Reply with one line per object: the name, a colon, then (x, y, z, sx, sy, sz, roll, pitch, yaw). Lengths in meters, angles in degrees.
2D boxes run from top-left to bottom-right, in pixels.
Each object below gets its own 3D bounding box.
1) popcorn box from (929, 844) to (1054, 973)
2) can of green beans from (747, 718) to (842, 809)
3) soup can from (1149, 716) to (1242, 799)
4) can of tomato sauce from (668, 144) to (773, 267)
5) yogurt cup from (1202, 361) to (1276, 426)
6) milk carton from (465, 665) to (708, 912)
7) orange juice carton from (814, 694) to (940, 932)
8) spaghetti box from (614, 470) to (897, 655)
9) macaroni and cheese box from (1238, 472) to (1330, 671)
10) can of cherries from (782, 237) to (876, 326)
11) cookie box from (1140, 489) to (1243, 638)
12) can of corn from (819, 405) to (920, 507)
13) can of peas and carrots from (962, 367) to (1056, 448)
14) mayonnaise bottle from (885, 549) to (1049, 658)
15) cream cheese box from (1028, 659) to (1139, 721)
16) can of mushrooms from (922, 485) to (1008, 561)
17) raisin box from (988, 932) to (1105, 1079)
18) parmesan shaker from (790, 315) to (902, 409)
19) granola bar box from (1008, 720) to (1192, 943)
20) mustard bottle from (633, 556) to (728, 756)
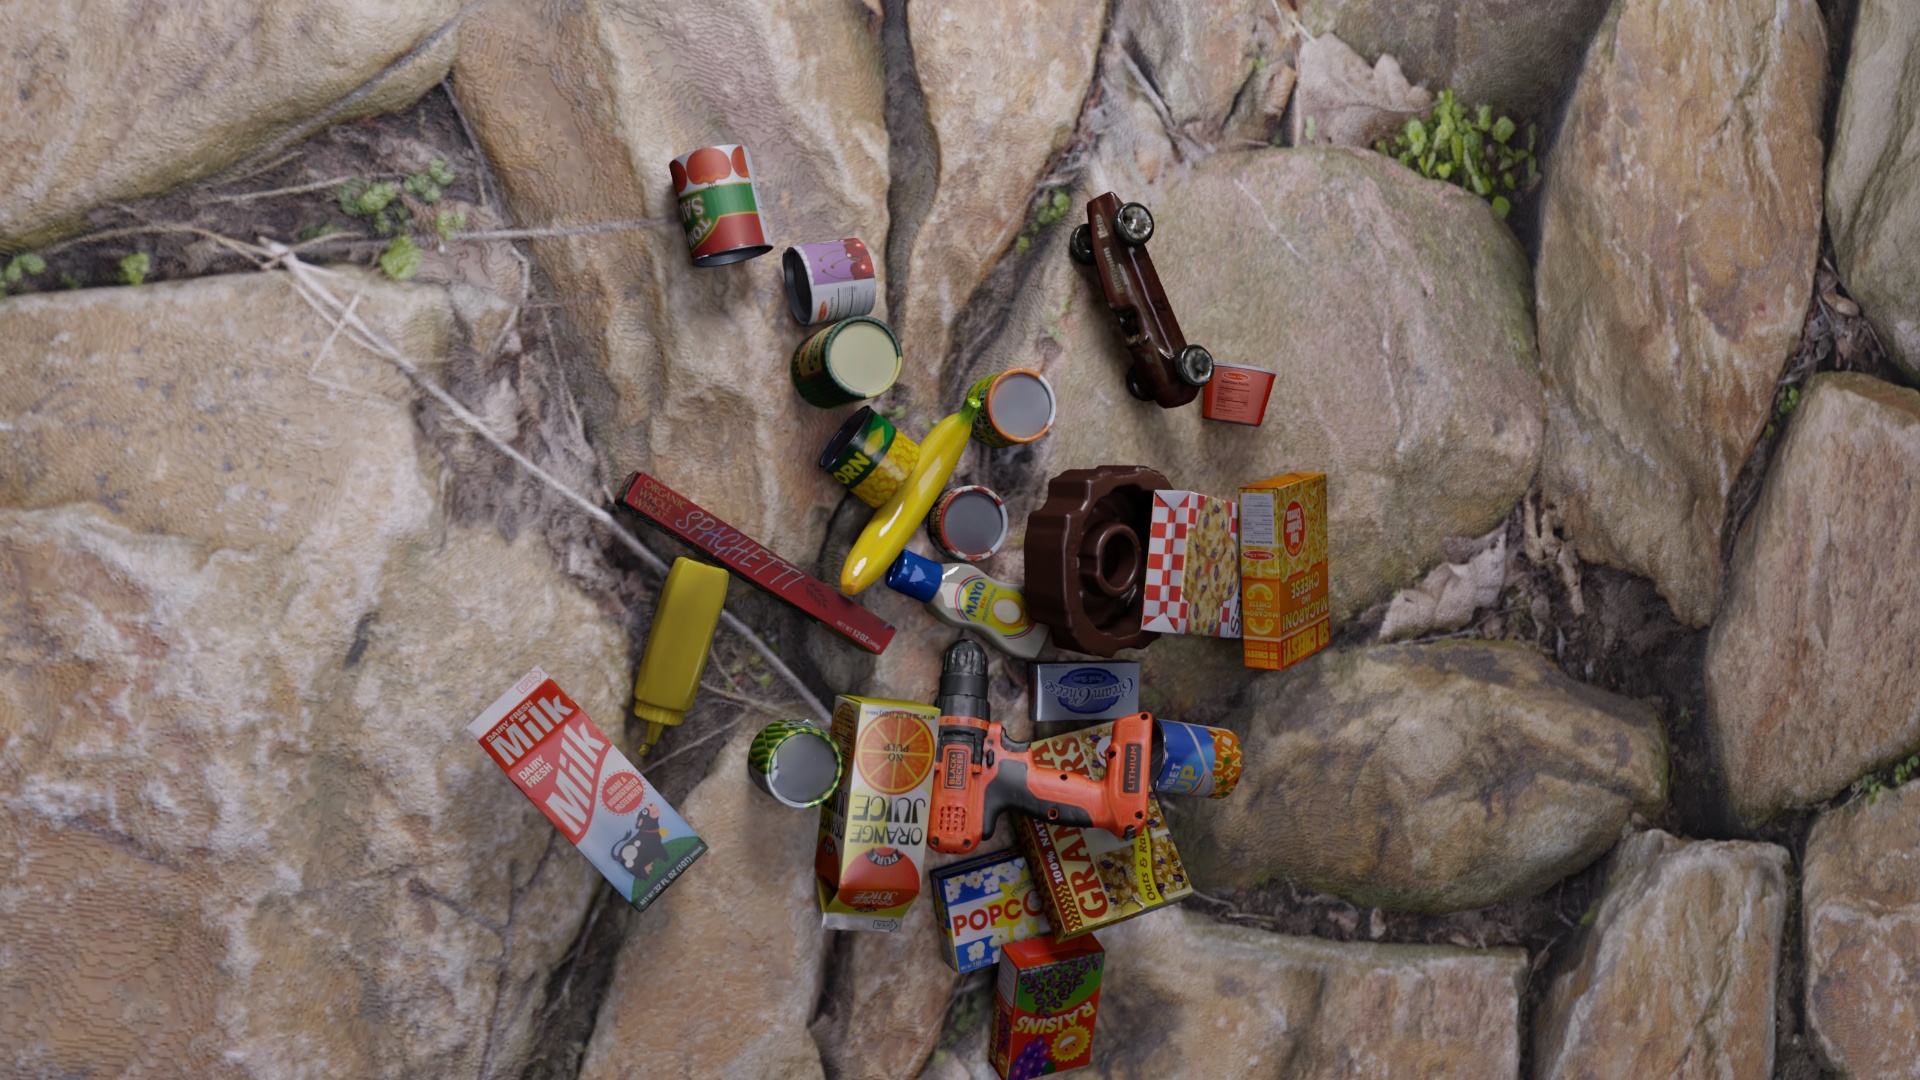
popcorn box: (0.042, 0.317, 1.217, 0.127, 0.038, 0.085, -11, 93, -22)
can of green beans: (-0.135, 0.182, 1.138, 0.071, 0.058, 0.071, 0, 89, -22)
soup can: (0.205, 0.202, 1.268, 0.084, 0.071, 0.071, 12, 85, -22)
can of tomato sauce: (-0.194, -0.268, 1.116, 0.071, 0.071, 0.083, -15, 94, -21)
yogurt cup: (0.258, -0.137, 1.299, 0.072, 0.072, 0.054, 7, 95, -22)
milk carton: (-0.287, 0.188, 1.068, 0.072, 0.073, 0.190, -44, 104, -16)
orange juice carton: (-0.072, 0.228, 1.155, 0.072, 0.073, 0.192, 8, 87, -22)
spaghetti box: (-0.166, 0.020, 1.132, 0.250, 0.050, 0.029, 33, 77, -18)
macaroni and cheese box: (0.302, 0.026, 1.288, 0.124, 0.040, 0.166, -14, 103, -53)
can of cherries: (-0.109, -0.217, 1.151, 0.058, 0.071, 0.071, -14, 95, -21)
cookie box: (0.224, 0.025, 1.253, 0.167, 0.040, 0.123, 9, 86, -53)
can of corn: (-0.076, -0.068, 1.160, 0.058, 0.071, 0.071, 38, 76, -18)
can of peas and carrots: (0.040, -0.114, 1.212, 0.071, 0.058, 0.071, 0, 89, -22)
mayonnaise bottle: (0.008, 0.051, 1.206, 0.148, 0.041, 0.065, 24, 80, -21)
cream cheese box: (0.112, 0.136, 1.256, 0.104, 0.024, 0.053, 1, 90, -22)
can of mushrooms: (0.004, -0.015, 1.210, 0.071, 0.033, 0.071, 0, 90, -22)
raisin box: (0.074, 0.404, 1.207, 0.086, 0.040, 0.123, -5, 112, -24)
parmesan shaker: (-0.092, -0.147, 1.135, 0.071, 0.103, 0.071, 0, 89, -22)
granola bar box: (0.113, 0.249, 1.210, 0.124, 0.039, 0.166, -12, 66, -21)
mustard bottle: (-0.226, 0.094, 1.102, 0.049, 0.065, 0.160, 16, 89, -16)
